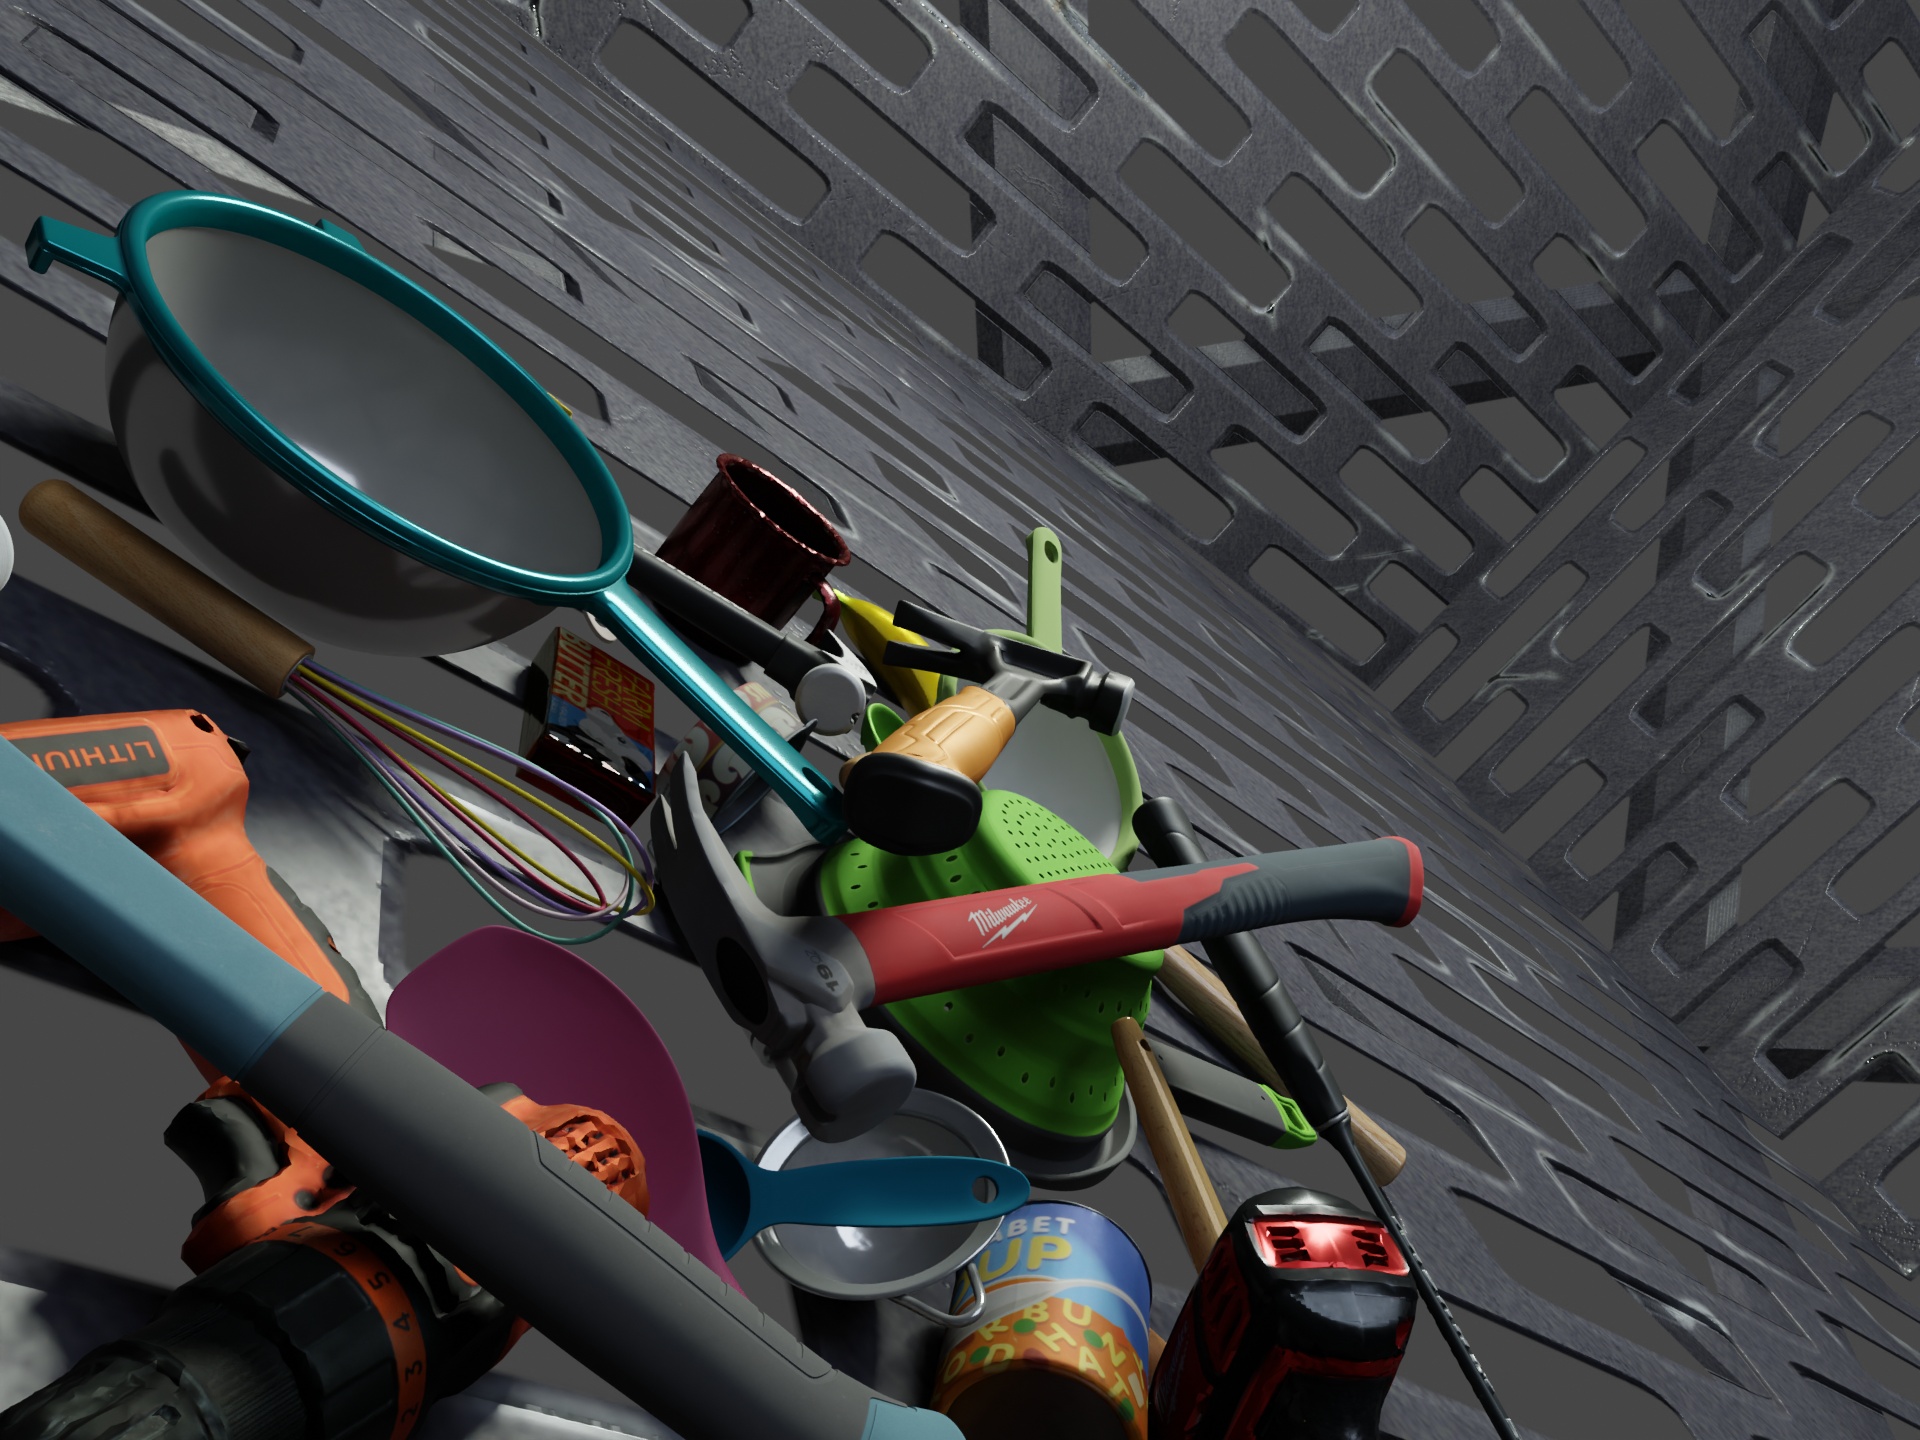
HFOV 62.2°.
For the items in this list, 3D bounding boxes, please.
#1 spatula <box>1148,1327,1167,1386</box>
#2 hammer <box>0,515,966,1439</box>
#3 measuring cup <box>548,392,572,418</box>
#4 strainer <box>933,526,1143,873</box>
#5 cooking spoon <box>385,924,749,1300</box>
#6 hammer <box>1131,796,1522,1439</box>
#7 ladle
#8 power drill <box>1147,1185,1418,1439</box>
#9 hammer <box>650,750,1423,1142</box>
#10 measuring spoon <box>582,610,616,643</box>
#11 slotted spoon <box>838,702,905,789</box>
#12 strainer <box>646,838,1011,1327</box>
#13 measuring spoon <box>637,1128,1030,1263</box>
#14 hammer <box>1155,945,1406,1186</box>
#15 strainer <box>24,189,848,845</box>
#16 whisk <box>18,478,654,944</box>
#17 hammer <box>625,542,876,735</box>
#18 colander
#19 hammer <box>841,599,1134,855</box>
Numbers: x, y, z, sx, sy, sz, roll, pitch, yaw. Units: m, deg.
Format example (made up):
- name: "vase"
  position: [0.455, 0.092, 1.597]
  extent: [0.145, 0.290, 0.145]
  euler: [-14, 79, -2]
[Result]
- name: "spatula"
  position: [0.070, 0.225, 0.582]
  extent: [0.322, 0.041, 0.081]
  euler: [41, 40, 3]
- name: "hammer"
  position: [-0.128, 0.073, 0.329]
  extent: [0.331, 0.033, 0.128]
  euler: [39, 19, -6]
- name: "measuring cup"
  position: [-0.222, -0.139, 0.844]
  extent: [0.062, 0.029, 0.156]
  euler: [23, -14, 13]
- name: "strainer"
  position: [0.029, -0.009, 0.903]
  extent: [0.151, 0.069, 0.257]
  euler: [33, 40, -28]
- name: "cooking spoon"
  position: [-0.047, 0.184, 0.431]
  extent: [0.319, 0.069, 0.017]
  euler: [48, -28, 11]
- name: "hammer"
  position: [0.180, 0.202, 0.746]
  extent: [0.149, 0.036, 0.409]
  euler: [45, 15, -56]
- name: "ladle"
  position: [0.112, 0.242, 0.556]
  extent: [0.069, 0.031, 0.316]
  euler: [21, 37, -42]
- name: "power drill"
  position: [0.103, 0.253, 0.428]
  extent: [0.078, 0.143, 0.220]
  euler: [8, 29, -14]
- name: "hammer"
  position: [0.062, 0.066, 0.643]
  extent: [0.386, 0.038, 0.143]
  euler: [-2, 45, -44]
- name: "measuring spoon"
  position: [-0.197, -0.078, 0.820]
  extent: [0.034, 0.018, 0.124]
  euler: [17, 34, -40]
- name: "slotted spoon"
  position: [-0.038, 0.023, 0.759]
  extent: [0.070, 0.031, 0.314]
  euler: [63, 1, 1]
- name: "strainer"
  position: [-0.059, 0.120, 0.562]
  extent: [0.087, 0.050, 0.259]
  euler: [-19, 43, -22]
- name: "measuring spoon"
  position: [-0.041, 0.145, 0.480]
  extent: [0.128, 0.021, 0.042]
  euler: [4, 61, -19]
- name: "hammer"
  position: [0.134, 0.154, 0.947]
  extent: [0.331, 0.031, 0.130]
  euler: [43, 15, 4]
- name: "strainer"
  position: [-0.191, -0.051, 0.614]
  extent: [0.340, 0.095, 0.211]
  euler: [44, 18, -6]
- name: "whisk"
  position: [-0.209, -0.001, 0.543]
  extent: [0.245, 0.051, 0.047]
  euler: [35, -5, -7]
- name: "hammer"
  position: [-0.189, -0.095, 0.765]
  extent: [0.334, 0.035, 0.146]
  euler: [32, 4, -6]
- name: "colander"
  position: [0.078, 0.129, 0.760]
  extent: [0.396, 0.094, 0.205]
  euler: [28, 20, -39]
- name: "hammer"
  position: [-0.001, -0.002, 0.649]
  extent: [0.127, 0.034, 0.337]
  euler: [18, 11, 6]
